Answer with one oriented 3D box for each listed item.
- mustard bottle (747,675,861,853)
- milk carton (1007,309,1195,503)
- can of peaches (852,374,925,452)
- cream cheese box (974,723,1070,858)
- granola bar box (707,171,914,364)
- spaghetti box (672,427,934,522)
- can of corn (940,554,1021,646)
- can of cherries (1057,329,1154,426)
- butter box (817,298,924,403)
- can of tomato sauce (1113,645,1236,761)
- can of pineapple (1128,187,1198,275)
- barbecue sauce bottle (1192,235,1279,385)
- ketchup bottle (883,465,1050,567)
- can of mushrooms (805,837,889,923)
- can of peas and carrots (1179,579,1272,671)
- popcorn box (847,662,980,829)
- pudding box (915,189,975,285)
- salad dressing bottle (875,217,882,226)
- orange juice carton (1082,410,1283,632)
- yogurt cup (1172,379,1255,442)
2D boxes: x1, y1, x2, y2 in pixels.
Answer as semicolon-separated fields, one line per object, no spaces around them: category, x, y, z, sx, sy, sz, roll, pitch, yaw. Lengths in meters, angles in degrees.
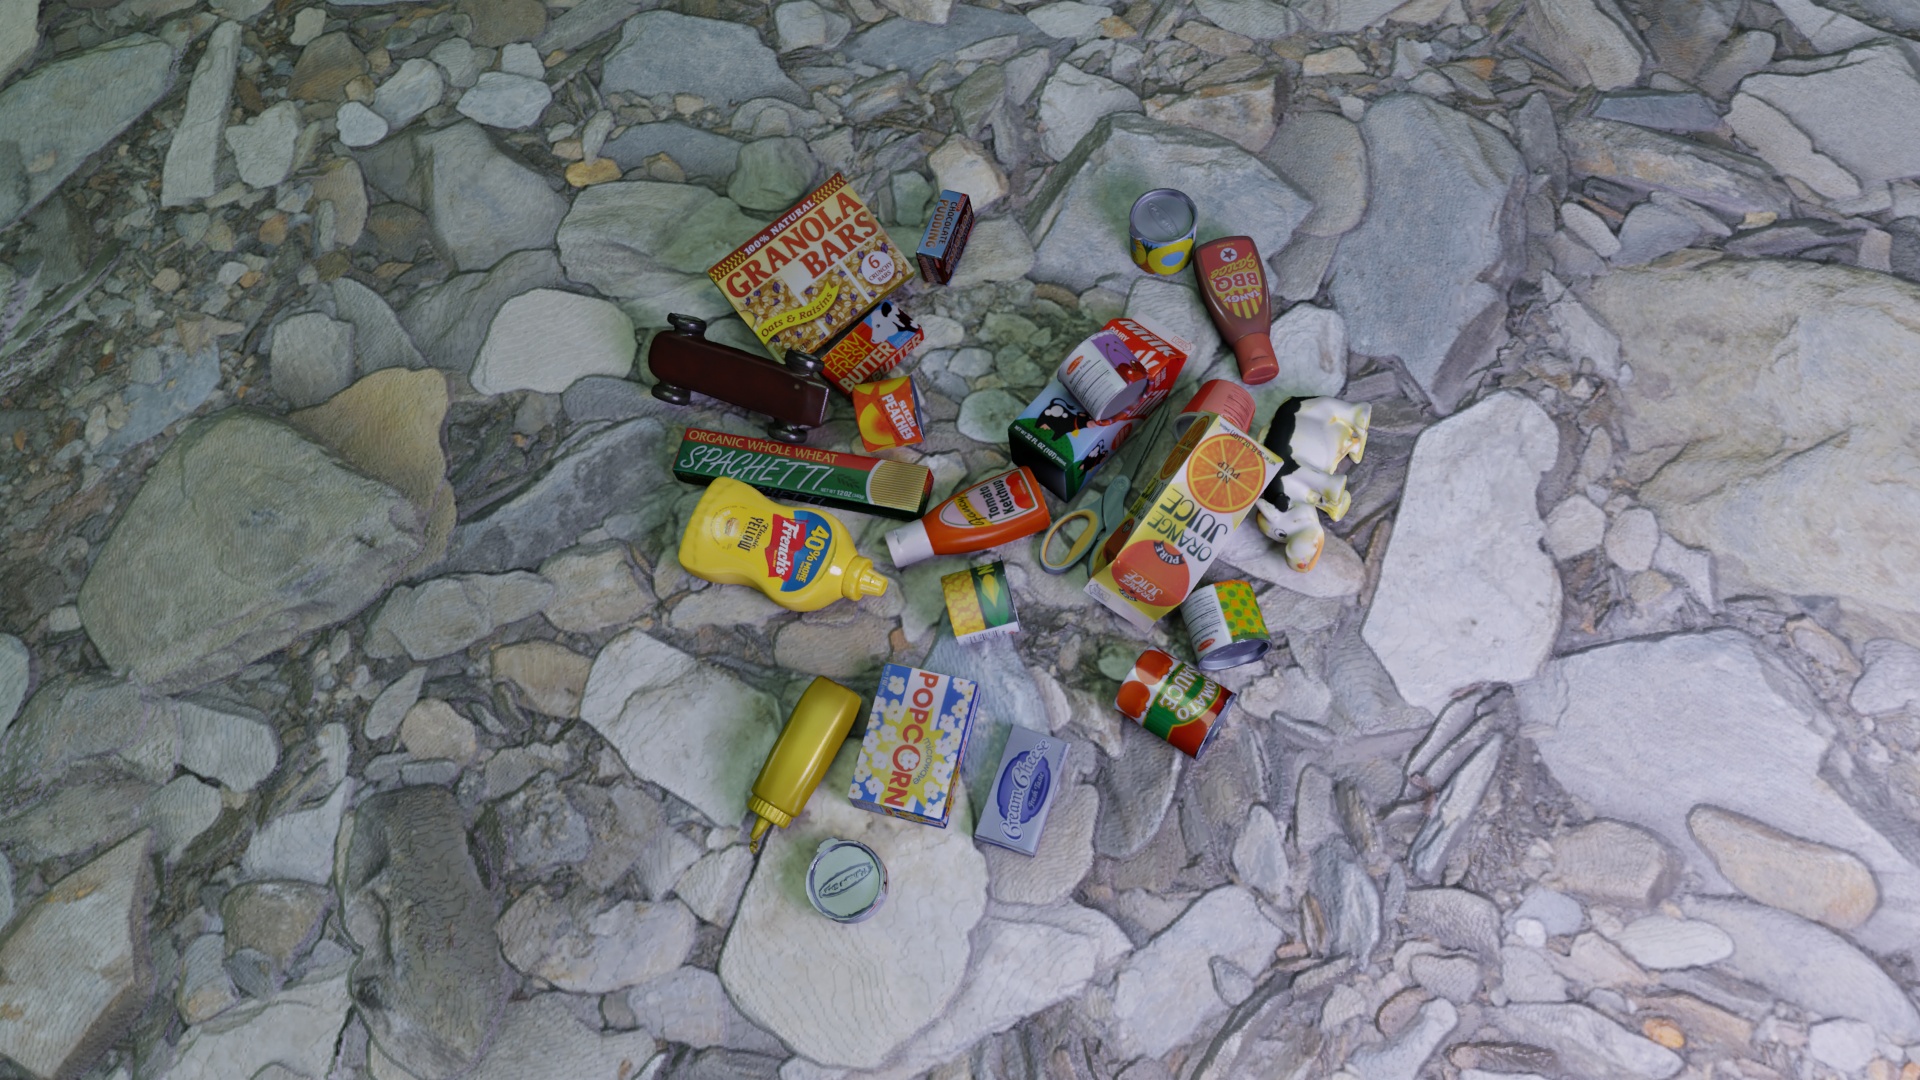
mustard bottle;-0.143;0.195;1.197;0.049;0.065;0.160;27;76;12
milk carton;0.134;-0.135;1.301;0.072;0.073;0.191;38;75;20
can of peaches;-0.068;-0.120;1.321;0.058;0.071;0.071;-11;66;3
cream cheese box;0.054;0.213;1.186;0.053;0.024;0.104;16;69;14
granola bar box;-0.147;-0.265;1.376;0.165;0.039;0.124;-38;92;-3
spaghetti box;-0.152;-0.063;1.329;0.250;0.028;0.050;10;67;11
can of corn;0.017;0.054;1.236;0.058;0.071;0.071;-15;66;1
can of cherries;0.131;-0.143;1.230;0.071;0.071;0.058;-35;70;-8
butter box;-0.090;-0.187;1.378;0.053;0.024;0.104;40;76;21
can of tomato sauce;0.182;0.136;1.179;0.083;0.071;0.071;31;74;19
can of pineapple;0.199;-0.305;1.376;0.071;0.057;0.071;-3;66;6
barbecue sauce bottle;0.271;-0.221;1.339;0.065;0.043;0.149;-11;66;1
ketchup bottle;0.005;-0.016;1.281;0.149;0.043;0.065;-21;55;-2
can of mushrooms;-0.095;0.285;1.167;0.071;0.033;0.071;-3;67;6
can of peas and carrots;0.231;0.074;1.204;0.071;0.070;0.059;-14;65;1
popcorn box;-0.039;0.176;1.205;0.085;0.038;0.127;11;68;11
pudding box;-0.015;-0.306;1.407;0.030;0.049;0.084;16;69;15
salad dressing bottle;-0.149;-0.292;1.421;0.148;0.044;0.064;-18;70;-2
orange juice carton;0.191;-0.015;1.216;0.072;0.073;0.192;35;94;-7
yogurt cup;0.238;-0.112;1.285;0.072;0.072;0.054;25;64;16
